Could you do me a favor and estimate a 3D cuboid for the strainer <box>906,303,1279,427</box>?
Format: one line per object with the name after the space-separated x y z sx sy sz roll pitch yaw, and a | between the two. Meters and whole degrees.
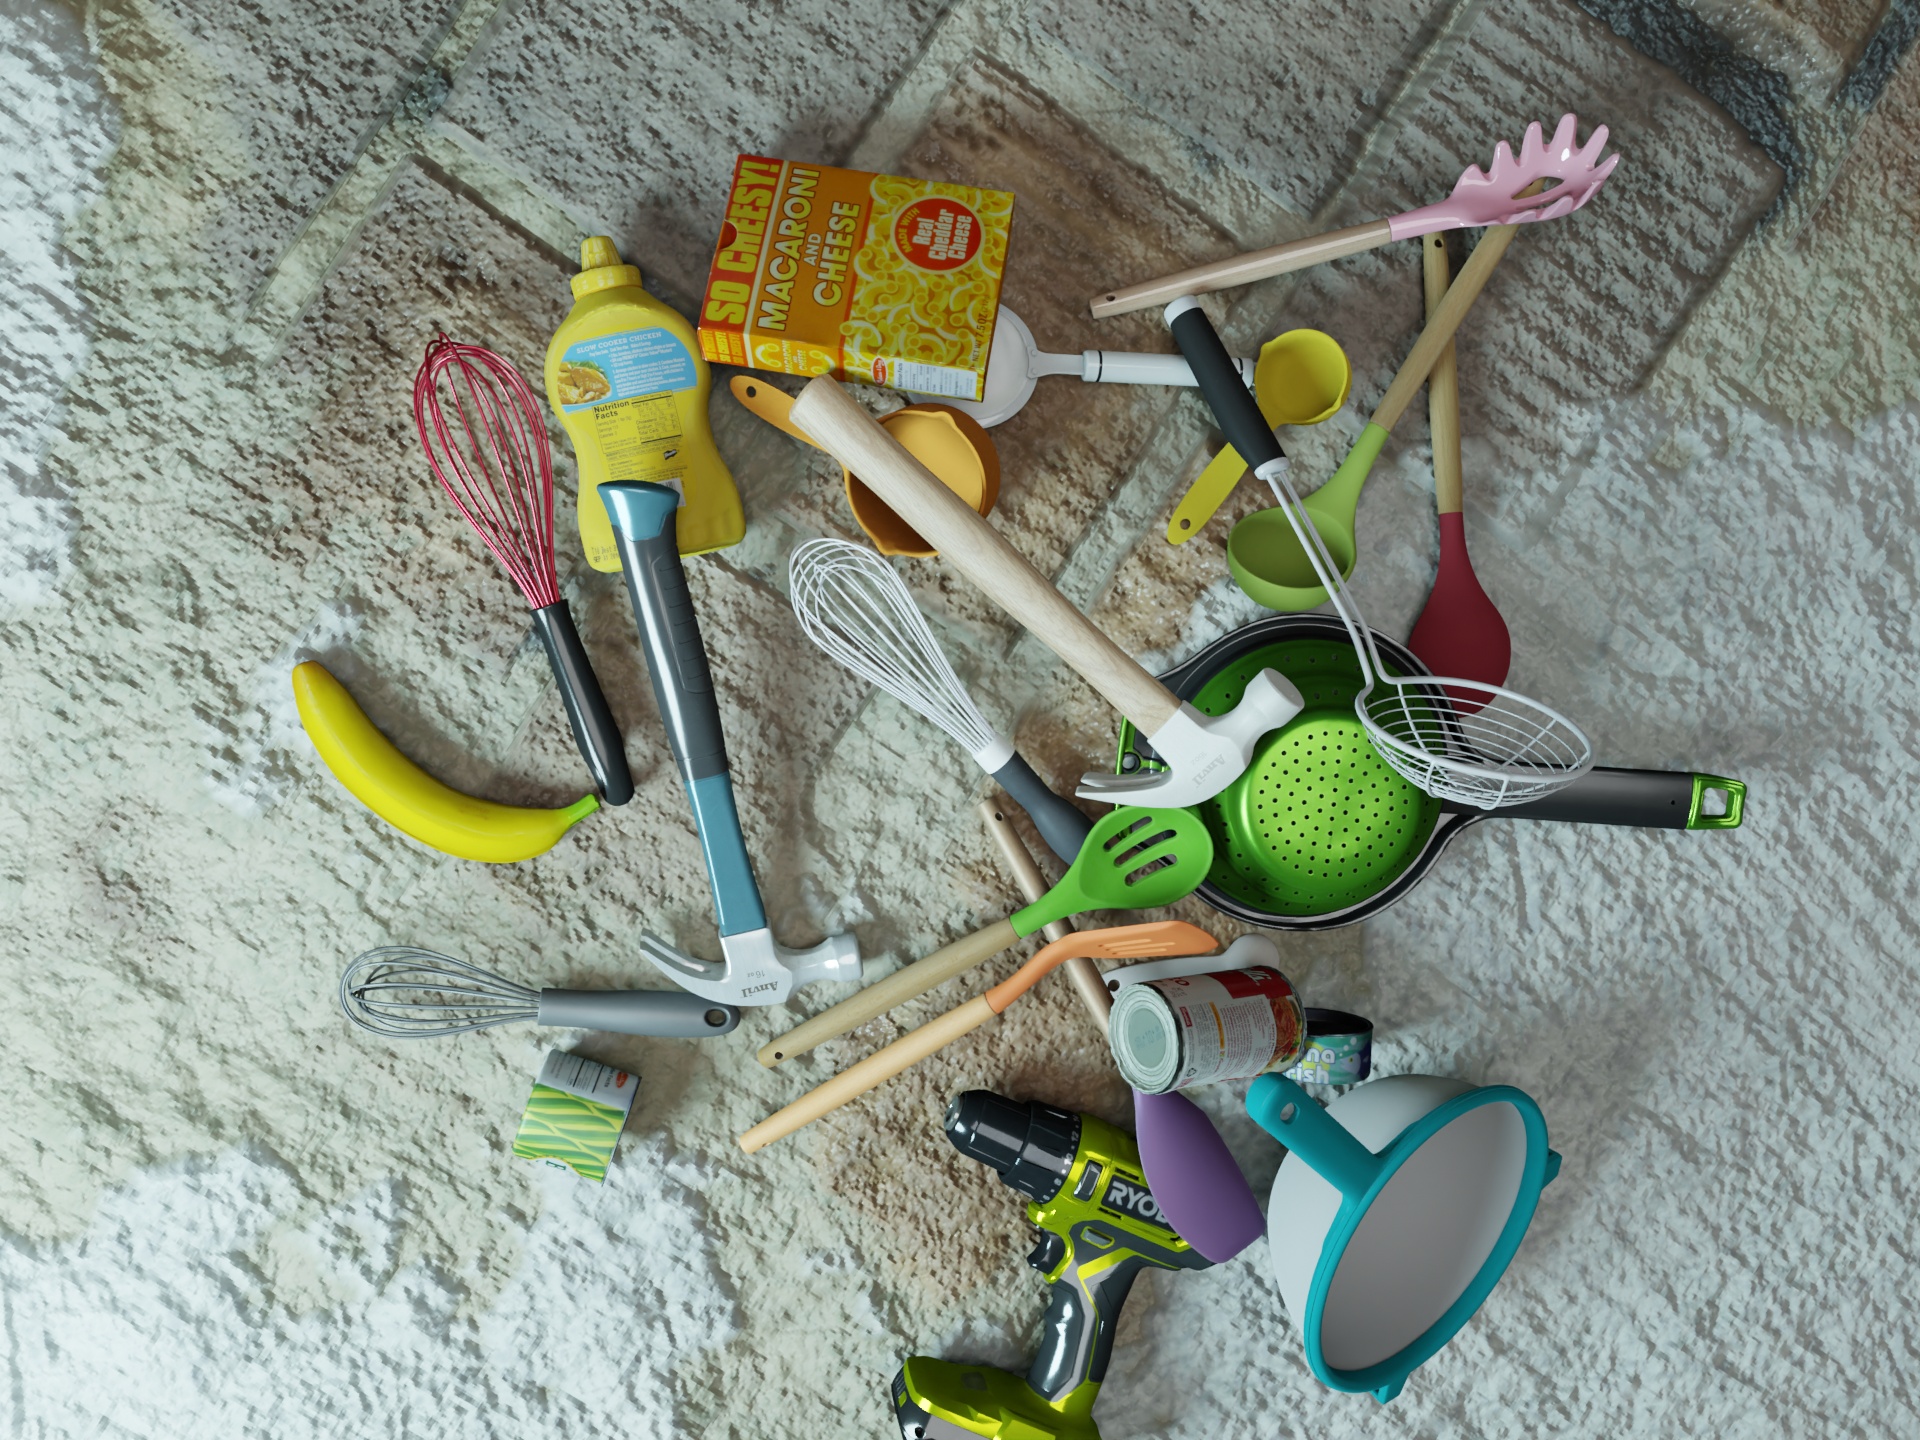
0.073 -0.220 0.977 0.258 0.050 0.087 1 80 -9 | strainer

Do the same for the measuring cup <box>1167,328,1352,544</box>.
0.182 -0.171 0.987 0.062 0.029 0.156 44 112 18 | measuring cup

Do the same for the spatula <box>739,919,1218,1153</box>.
0.002 0.190 0.961 0.322 0.081 0.041 -32 62 12 | spatula

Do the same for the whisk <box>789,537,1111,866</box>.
-0.002 -0.002 0.974 0.070 0.070 0.284 -44 101 -2 | whisk

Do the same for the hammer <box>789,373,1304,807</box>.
0.032 -0.075 0.915 0.331 0.031 0.130 42 116 0 | hammer

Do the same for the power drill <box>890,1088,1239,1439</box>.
0.046 0.354 0.991 0.190 0.080 0.228 25 88 -8 | power drill

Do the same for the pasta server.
0.232 -0.294 0.962 0.316 0.040 0.060 -13 66 6 | pasta server

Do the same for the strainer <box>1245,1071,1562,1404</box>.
0.224 0.264 0.941 0.211 0.095 0.340 -51 131 -6 | strainer

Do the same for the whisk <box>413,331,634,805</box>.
-0.251 -0.087 0.944 0.073 0.073 0.295 -19 100 -4 | whisk

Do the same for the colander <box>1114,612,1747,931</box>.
0.296 0.046 0.967 0.397 0.094 0.204 4 99 -1 | colander

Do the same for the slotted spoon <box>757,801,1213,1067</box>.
0.010 0.136 0.972 0.314 0.031 0.070 -29 105 9 | slotted spoon

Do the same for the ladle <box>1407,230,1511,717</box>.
0.311 -0.158 1.011 0.069 0.031 0.315 -5 92 -5 | ladle

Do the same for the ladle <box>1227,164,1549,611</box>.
0.269 -0.207 0.976 0.078 0.062 0.320 33 93 26 | ladle

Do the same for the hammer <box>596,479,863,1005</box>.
-0.152 0.018 0.938 0.128 0.033 0.331 -13 107 -5 | hammer

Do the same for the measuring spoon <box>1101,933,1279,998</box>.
0.145 0.162 1.016 0.124 0.018 0.034 -9 95 -5 | measuring spoon

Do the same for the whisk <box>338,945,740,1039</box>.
-0.253 0.171 0.966 0.239 0.055 0.055 6 93 -11 | whisk

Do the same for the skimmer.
0.225 -0.109 0.905 0.127 0.090 0.363 -14 72 -38 | skimmer

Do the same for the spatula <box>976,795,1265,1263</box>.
0.091 0.187 0.982 0.060 0.018 0.316 -26 83 -24 | spatula

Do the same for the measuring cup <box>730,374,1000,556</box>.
-0.056 -0.167 0.958 0.173 0.052 0.095 30 116 8 | measuring cup
